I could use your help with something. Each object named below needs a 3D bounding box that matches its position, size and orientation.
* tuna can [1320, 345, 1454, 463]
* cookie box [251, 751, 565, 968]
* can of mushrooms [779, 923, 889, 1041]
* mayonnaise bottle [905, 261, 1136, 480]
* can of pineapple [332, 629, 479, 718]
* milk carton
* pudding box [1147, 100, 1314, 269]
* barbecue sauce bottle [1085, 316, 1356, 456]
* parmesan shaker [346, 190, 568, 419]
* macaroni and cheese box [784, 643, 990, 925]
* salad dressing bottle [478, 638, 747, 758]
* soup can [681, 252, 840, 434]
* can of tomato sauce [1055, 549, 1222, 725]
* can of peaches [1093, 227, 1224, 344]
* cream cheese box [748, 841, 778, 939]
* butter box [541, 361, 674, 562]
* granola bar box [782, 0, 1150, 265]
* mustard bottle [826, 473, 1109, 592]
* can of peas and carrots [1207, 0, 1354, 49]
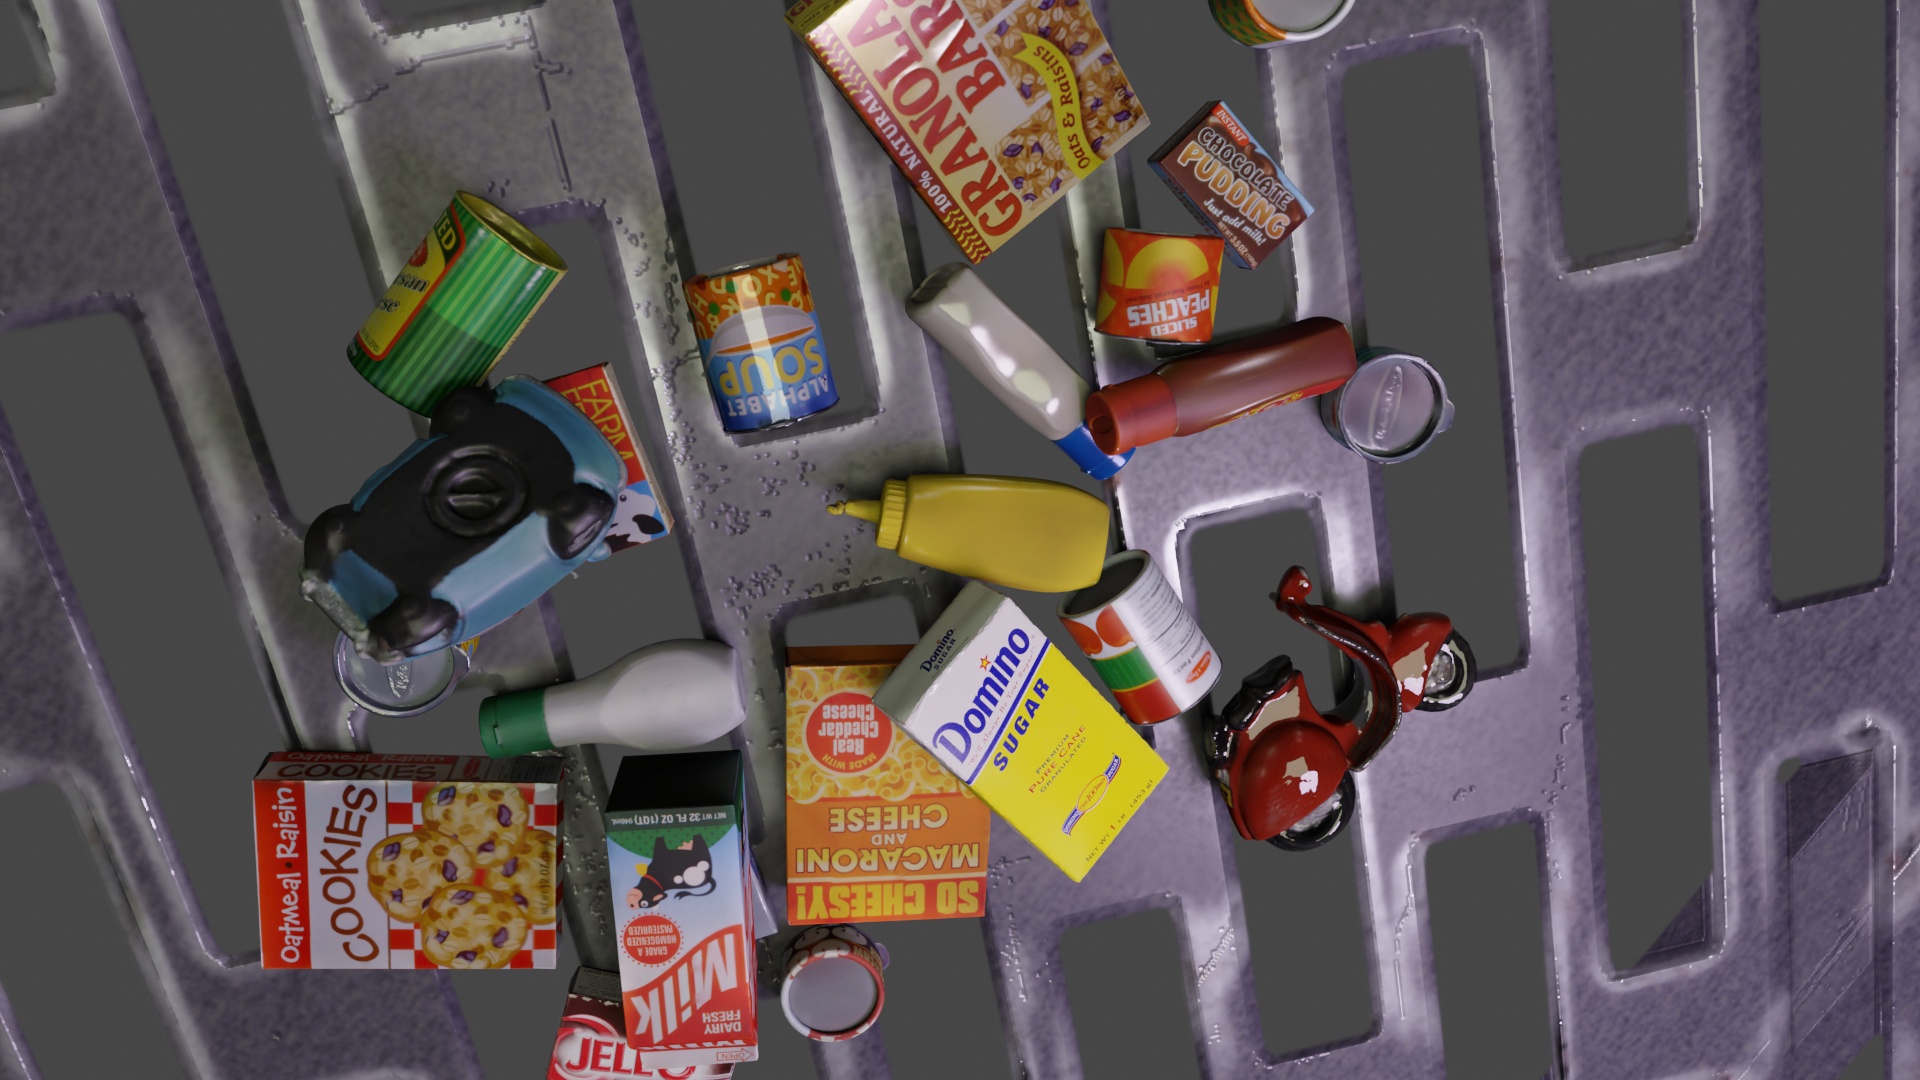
[{"bbox_3d":[0.251,-0.080,0.818,0.071,0.033,0.071,-2,106,-6],"label":"tuna can"},{"bbox_3d":[-0.322,0.189,0.819,0.168,0.040,0.122,3,105,-9],"label":"cookie box"},{"bbox_3d":[-0.079,0.279,0.877,0.071,0.033,0.070,-2,105,-6],"label":"can of mushrooms"},{"bbox_3d":[0.037,-0.093,0.775,0.148,0.065,0.041,40,85,-20],"label":"mayonnaise bottle"},{"bbox_3d":[-0.305,0.058,0.774,0.071,0.058,0.070,-2,106,-6],"label":"can of pineapple"},{"bbox_3d":[-0.157,0.223,0.804,0.072,0.073,0.189,-2,107,-5],"label":"milk carton"},{"bbox_3d":[0.151,-0.198,0.775,0.049,0.030,0.083,-44,106,5],"label":"pudding box"},{"bbox_3d":[0.142,-0.085,0.769,0.149,0.065,0.043,-19,95,-19],"label":"barbecue sauce bottle"},{"bbox_3d":[-0.262,-0.120,0.723,0.071,0.071,0.103,37,98,-15],"label":"parmesan shaker"},{"bbox_3d":[-0.044,0.147,0.841,0.124,0.040,0.166,0,105,-8],"label":"macaroni and cheese box"},{"bbox_3d":[-0.200,0.096,0.806,0.148,0.044,0.064,-10,102,-3],"label":"salad dressing bottle"},{"bbox_3d":[-0.107,-0.106,0.746,0.071,0.071,0.083,-15,107,-3],"label":"soup can"},{"bbox_3d":[0.104,0.057,0.822,0.071,0.071,0.083,-34,106,3],"label":"can of tomato sauce"},{"bbox_3d":[0.110,-0.141,0.764,0.071,0.071,0.058,3,104,-8],"label":"can of peaches"},{"bbox_3d":[-0.153,0.201,0.851,0.053,0.024,0.103,-18,107,-2],"label":"cream cheese box"},{"bbox_3d":[-0.204,-0.044,0.776,0.053,0.024,0.103,-19,107,-2],"label":"butter box"},{"bbox_3d":[0.008,-0.238,0.703,0.124,0.039,0.165,-39,136,4],"label":"granola bar box"},{"bbox_3d":[0.003,-0.010,0.798,0.160,0.049,0.065,9,90,-8],"label":"mustard bottle"},{"bbox_3d":[0.169,-0.298,0.734,0.071,0.059,0.070,-2,106,-7],"label":"can of peas and carrots"}]
